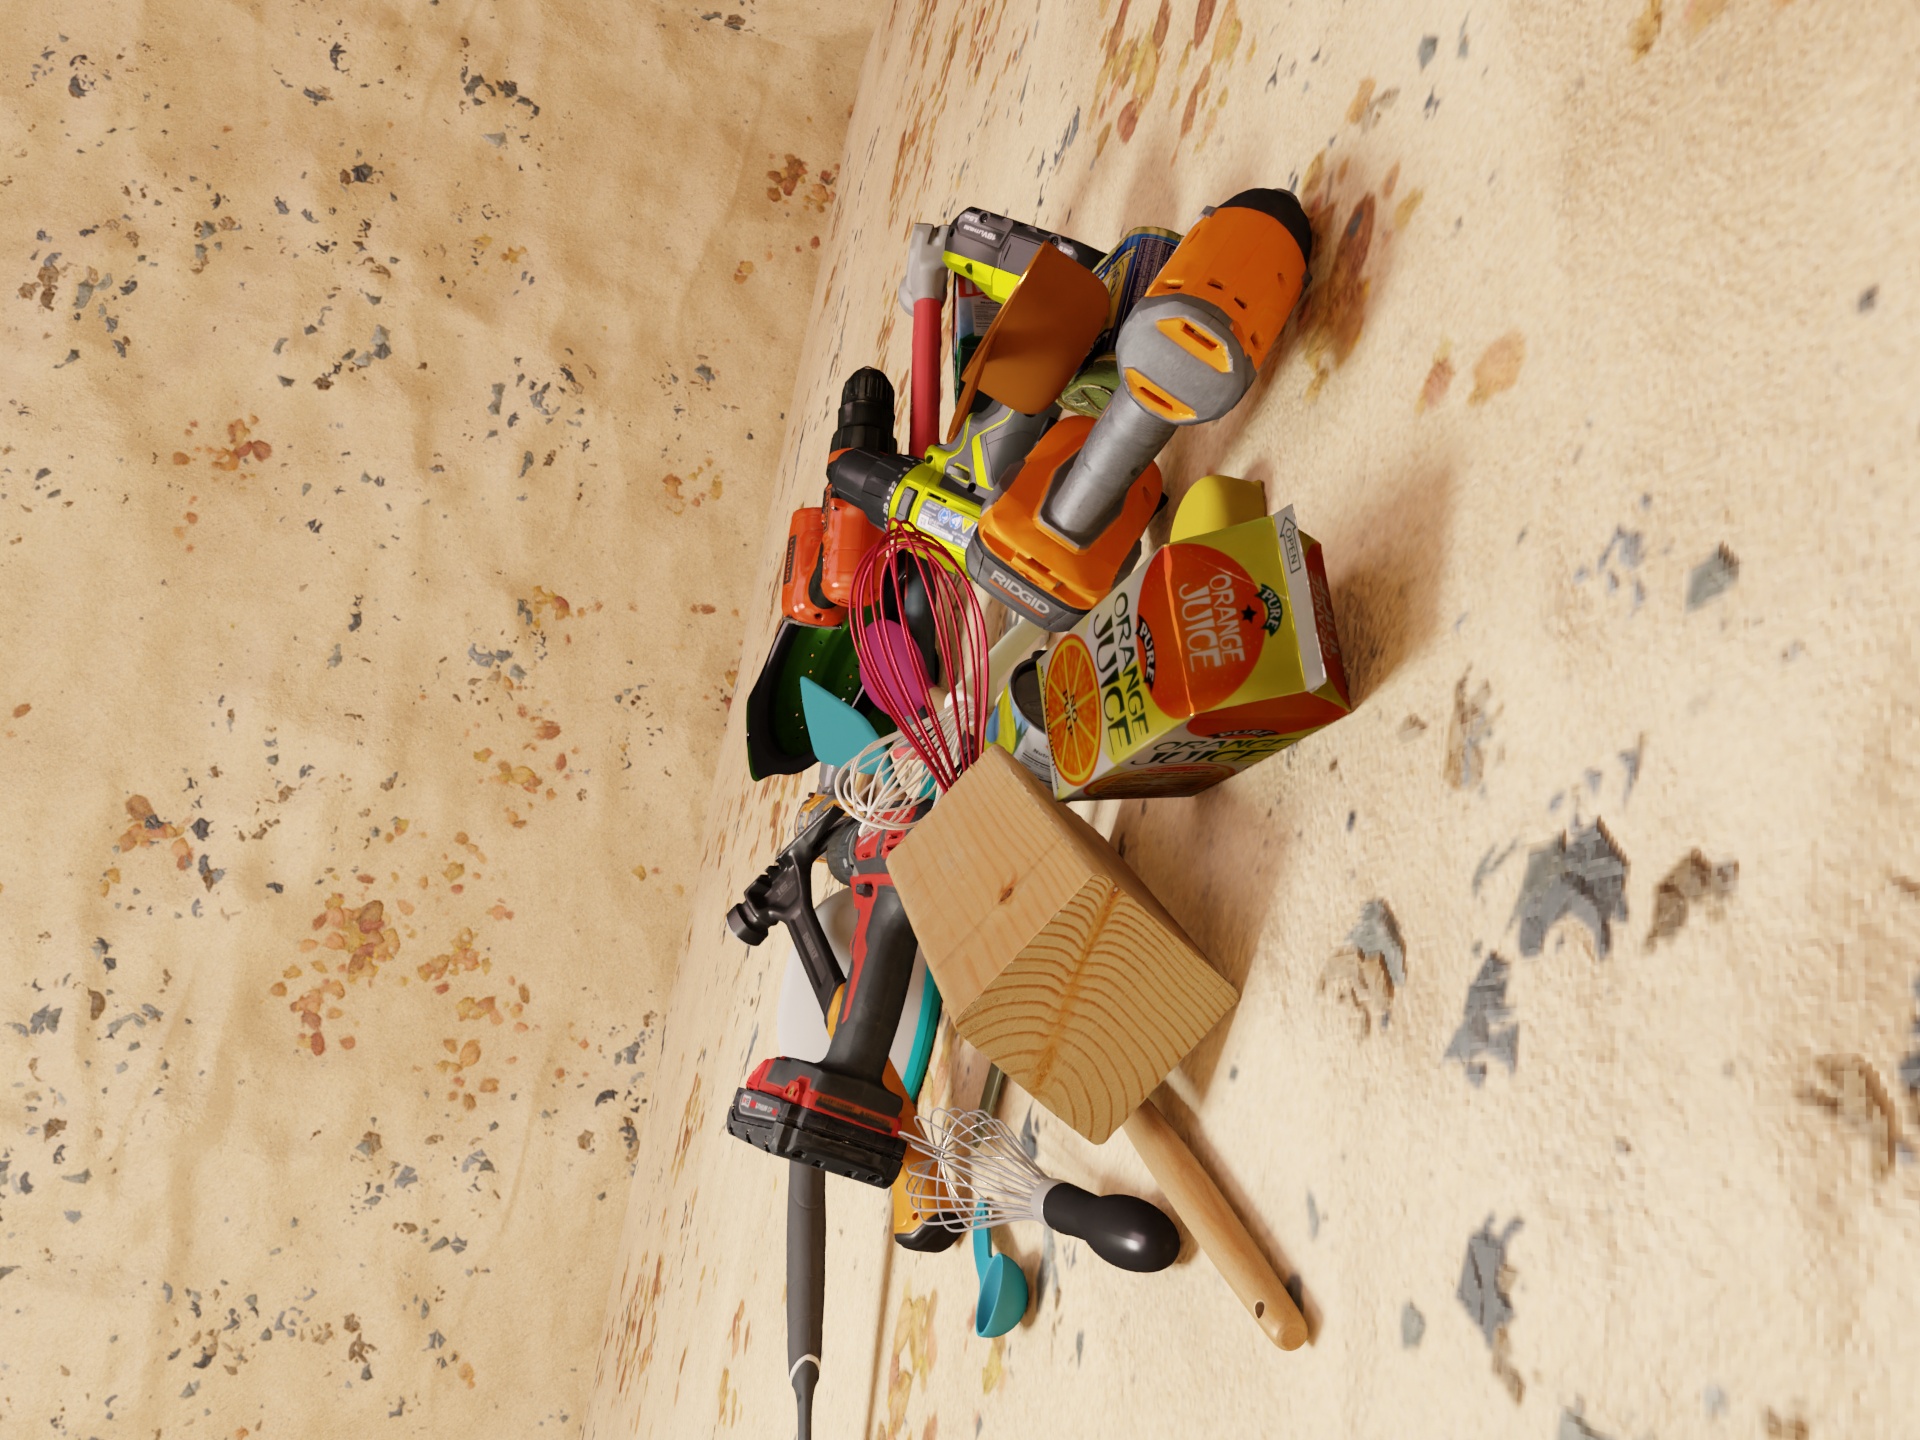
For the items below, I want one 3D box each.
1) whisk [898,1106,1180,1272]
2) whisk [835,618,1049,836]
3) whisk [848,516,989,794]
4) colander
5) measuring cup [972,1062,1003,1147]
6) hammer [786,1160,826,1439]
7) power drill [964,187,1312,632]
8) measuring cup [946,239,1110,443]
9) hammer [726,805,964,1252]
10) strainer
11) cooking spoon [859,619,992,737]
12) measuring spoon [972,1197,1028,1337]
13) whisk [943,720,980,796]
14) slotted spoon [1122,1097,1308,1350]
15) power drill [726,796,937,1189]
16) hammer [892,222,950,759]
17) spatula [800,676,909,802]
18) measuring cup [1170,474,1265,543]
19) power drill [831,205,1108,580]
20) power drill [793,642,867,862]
[{"bbox_3d":[0.035,0.232,0.777,0.284,0.070,0.070,162,121,-68],"label":"whisk"},{"bbox_3d":[-0.002,-0.003,0.963,0.246,0.059,0.057,-47,-20,-50],"label":"whisk"},{"bbox_3d":[0.000,0.034,0.864,0.073,0.073,0.295,-144,38,-75],"label":"whisk"},{"bbox_3d":[-0.036,-0.087,1.316,0.397,0.094,0.205,-46,36,31],"label":"colander"},{"bbox_3d":[0.015,0.165,0.936,0.083,0.038,0.167,169,115,-75],"label":"measuring cup"},{"bbox_3d":[-0.101,0.446,1.037,0.149,0.036,0.409,126,145,-63],"label":"hammer"},{"bbox_3d":[0.097,-0.162,0.804,0.164,0.084,0.226,-57,2,-39],"label":"power drill"},{"bbox_3d":[0.034,-0.185,0.845,0.095,0.052,0.174,-52,13,43],"label":"measuring cup"},{"bbox_3d":[-0.067,0.202,1.053,0.127,0.034,0.337,-46,41,14],"label":"hammer"},{"bbox_3d":[-0.076,0.146,1.202,0.211,0.095,0.340,148,132,-71],"label":"strainer"},{"bbox_3d":[-0.007,-0.010,1.063,0.319,0.017,0.068,30,118,59],"label":"cooking spoon"},{"bbox_3d":[0.021,0.290,0.857,0.129,0.021,0.042,-109,38,-82],"label":"measuring spoon"},{"bbox_3d":[0.009,0.029,1.087,0.239,0.055,0.055,-102,28,-69],"label":"whisk"},{"bbox_3d":[0.081,0.175,0.694,0.314,0.031,0.070,-133,61,-72],"label":"slotted spoon"},{"bbox_3d":[-0.065,0.156,0.978,0.188,0.080,0.227,-15,54,66],"label":"power drill"},{"bbox_3d":[-0.026,-0.164,1.169,0.143,0.038,0.386,142,129,-83],"label":"hammer"},{"bbox_3d":[-0.048,0.073,1.133,0.318,0.044,0.082,-123,21,-52],"label":"spatula"},{"bbox_3d":[0.127,-0.069,0.727,0.157,0.029,0.062,-101,28,-62],"label":"measuring cup"},{"bbox_3d":[0.013,-0.213,1.060,0.191,0.080,0.228,30,107,33],"label":"power drill"},{"bbox_3d":[-0.118,0.025,1.533,0.185,0.084,0.226,162,115,-76],"label":"power drill"}]
